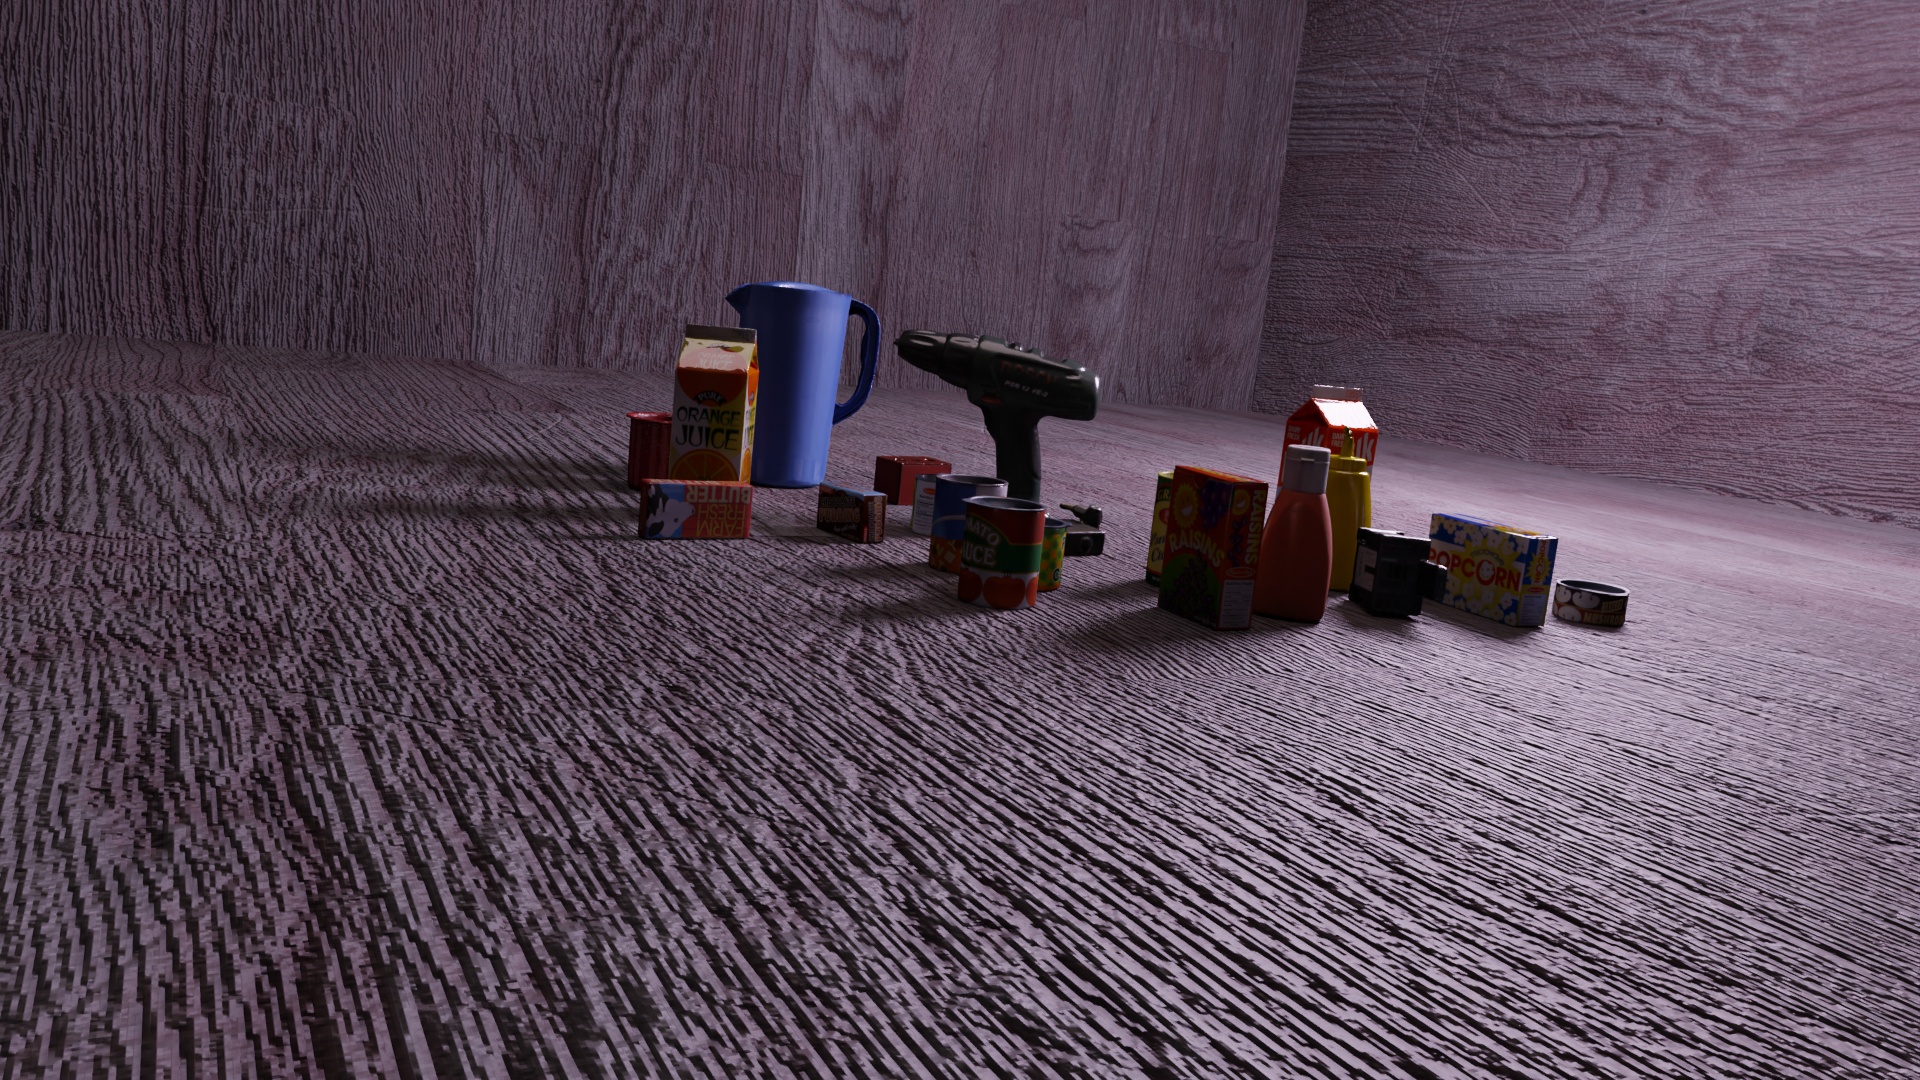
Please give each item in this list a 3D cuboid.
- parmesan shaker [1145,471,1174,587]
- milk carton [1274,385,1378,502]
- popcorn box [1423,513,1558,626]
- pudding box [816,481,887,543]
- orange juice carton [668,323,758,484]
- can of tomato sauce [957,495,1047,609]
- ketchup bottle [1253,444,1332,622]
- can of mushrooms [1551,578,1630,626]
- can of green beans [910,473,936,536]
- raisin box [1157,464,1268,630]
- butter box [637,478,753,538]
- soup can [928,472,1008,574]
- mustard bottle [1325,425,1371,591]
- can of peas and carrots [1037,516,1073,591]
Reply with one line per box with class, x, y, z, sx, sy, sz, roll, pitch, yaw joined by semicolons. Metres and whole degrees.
parmesan shaker;0.212;-0.008;1.290;0.071;0.103;0.071;6;9;-1
milk carton;0.400;-0.074;1.525;0.072;0.190;0.073;1;10;-27
popcorn box;0.498;0.026;1.317;0.038;0.085;0.127;1;11;-25
pudding box;-0.108;-0.029;1.376;0.030;0.049;0.084;-1;12;-38
orange juice carton;-0.246;-0.118;1.390;0.072;0.192;0.073;6;9;-1
can of tomato sauce;0.032;0.009;1.142;0.071;0.083;0.071;6;9;-1
ketchup bottle;0.290;-0.007;1.195;0.065;0.148;0.043;8;9;12
can of mushrooms;0.609;0.060;1.339;0.071;0.033;0.071;6;10;-1
can of green beans;-0.017;-0.036;1.449;0.071;0.057;0.071;6;10;-1
raisin box;0.208;0.005;1.154;0.040;0.123;0.086;1;10;-26
butter box;-0.245;-0.029;1.284;0.104;0.053;0.024;0;11;-32
soup can;0.005;-0.016;1.269;0.071;0.083;0.071;6;9;-1
mustard bottle;0.372;-0.032;1.358;0.065;0.160;0.049;11;10;27
can of peas and carrots;0.061;0.010;1.227;0.071;0.058;0.071;6;10;-1
